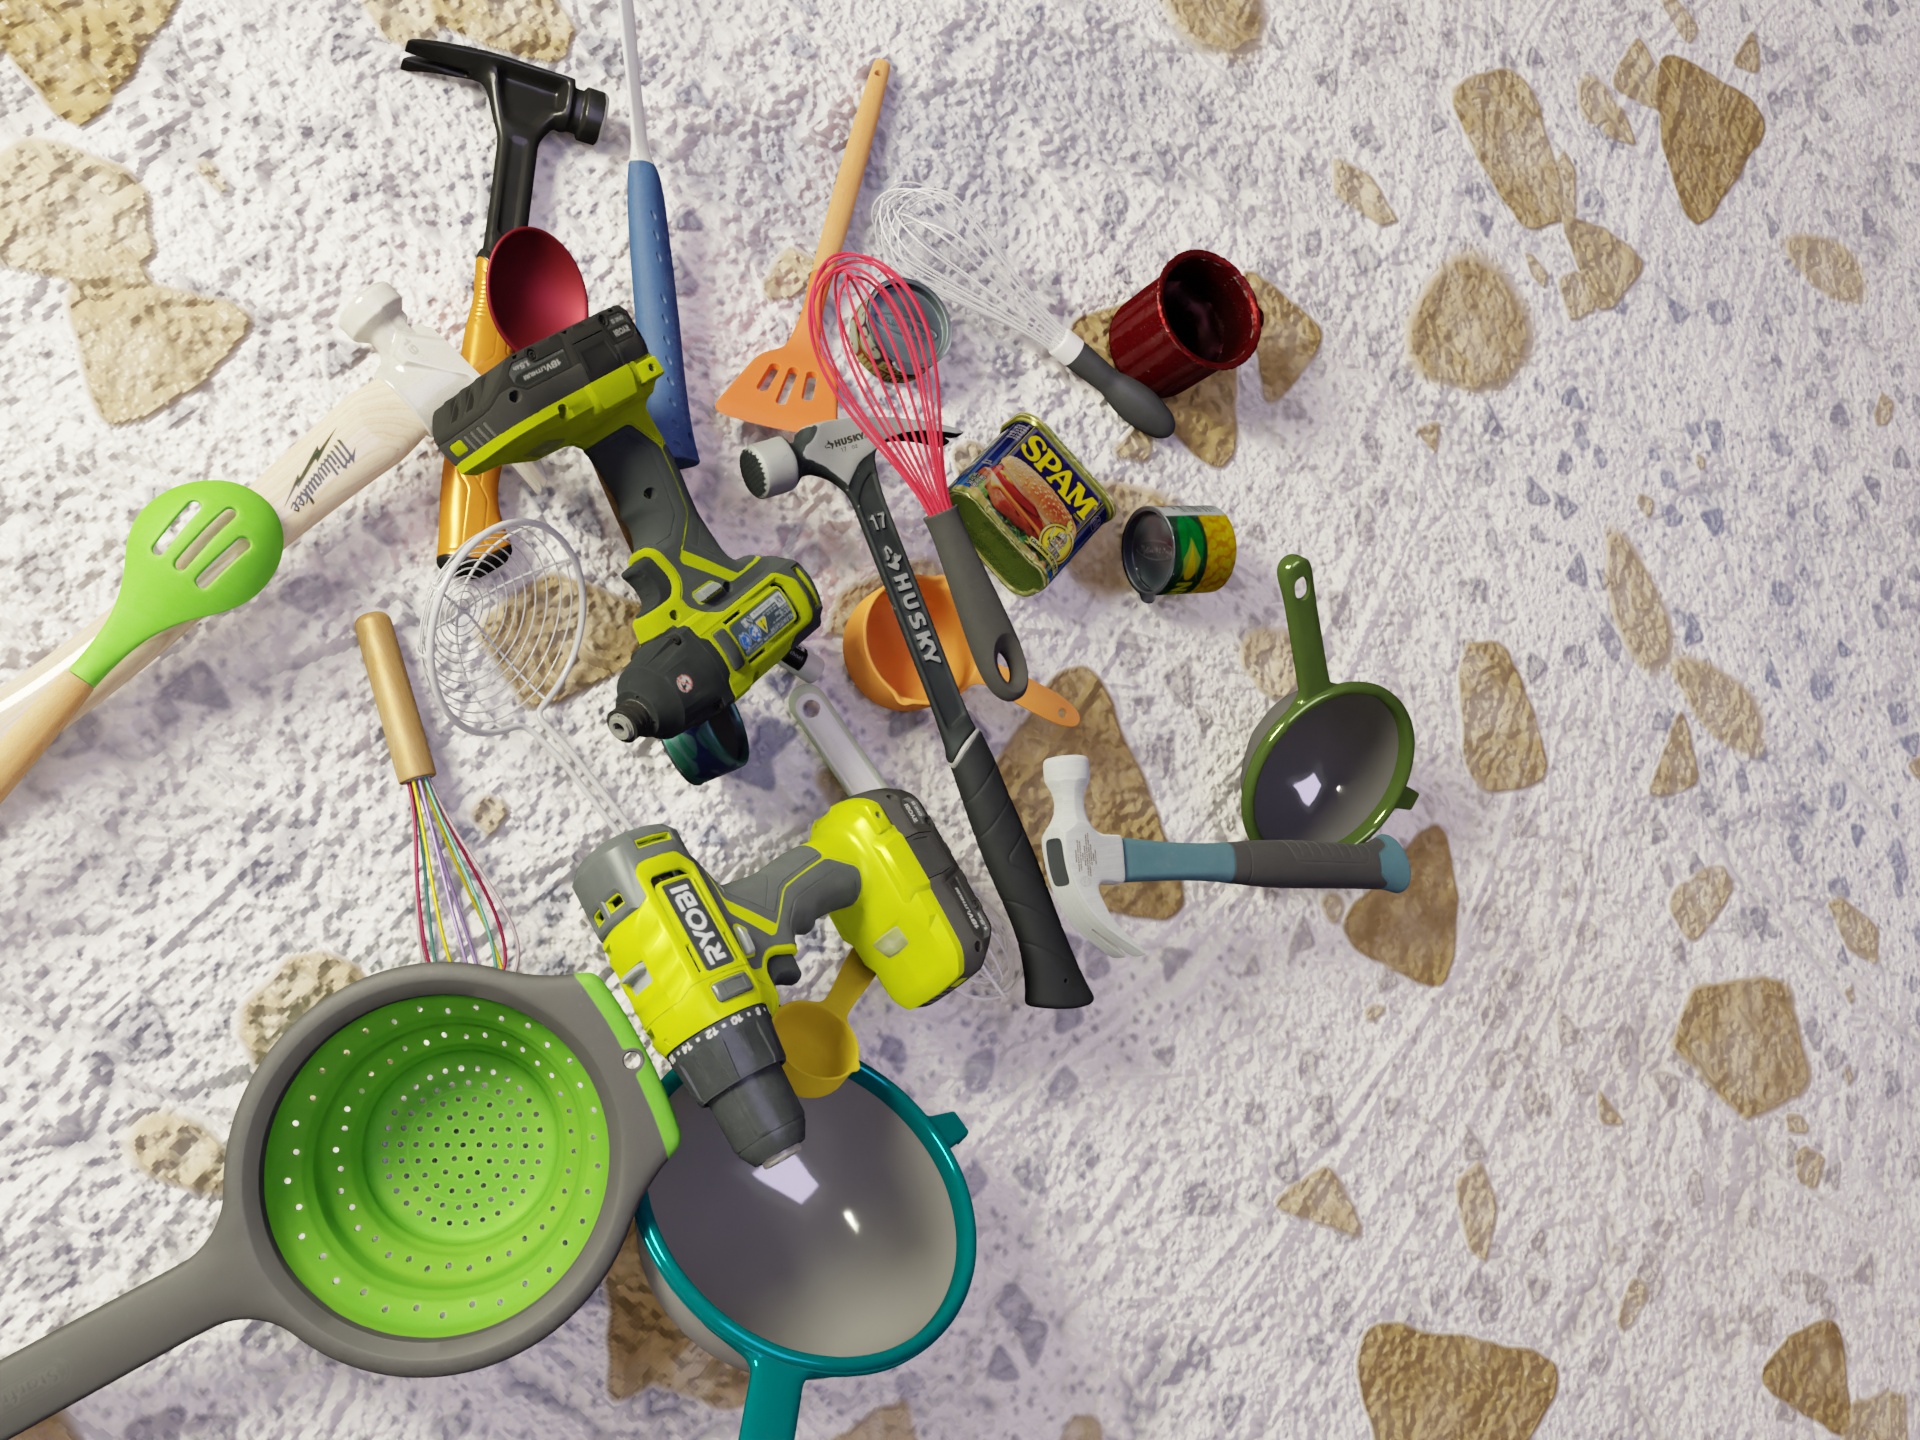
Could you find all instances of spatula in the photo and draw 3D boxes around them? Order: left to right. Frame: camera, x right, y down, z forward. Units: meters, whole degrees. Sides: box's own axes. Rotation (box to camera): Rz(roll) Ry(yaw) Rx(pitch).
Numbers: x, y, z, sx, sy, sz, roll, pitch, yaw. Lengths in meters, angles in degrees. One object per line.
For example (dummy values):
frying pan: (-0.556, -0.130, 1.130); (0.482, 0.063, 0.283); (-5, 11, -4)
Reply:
spatula: (-0.089, -0.331, 1.094); (0.081, 0.041, 0.323); (13, 71, 0)

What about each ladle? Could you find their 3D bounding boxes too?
ladle: (-0.211, -0.147, 0.981); (0.069, 0.031, 0.315); (-32, 105, -38)

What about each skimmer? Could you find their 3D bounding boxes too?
skimmer: (-0.187, 0.052, 0.938); (0.363, 0.090, 0.127); (55, 43, -9)

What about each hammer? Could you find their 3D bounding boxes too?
hammer: (-0.414, -0.061, 0.855); (0.146, 0.038, 0.411); (47, 68, -10)
hammer: (-0.294, -0.252, 0.976); (0.127, 0.034, 0.337); (9, 76, -27)
hammer: (-0.207, -0.364, 1.012); (0.035, 0.144, 0.405); (-6, 88, 13)
hammer: (-0.002, -0.003, 1.021); (0.149, 0.036, 0.409); (-23, 92, -30)
hammer: (0.193, 0.097, 1.095); (0.330, 0.033, 0.128); (5, 78, -35)

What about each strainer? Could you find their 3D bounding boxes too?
strainer: (-0.107, 0.332, 0.864); (0.211, 0.095, 0.341); (24, 36, -14)
strainer: (0.244, -0.013, 1.152); (0.151, 0.069, 0.256); (-26, 122, -14)

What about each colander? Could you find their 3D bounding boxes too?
colander: (-0.342, 0.268, 0.828); (0.397, 0.094, 0.204); (-27, 87, -11)

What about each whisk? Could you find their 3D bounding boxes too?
whisk: (-0.304, 0.055, 0.911); (0.047, 0.051, 0.245); (-11, 81, -50)
whisk: (-0.038, 0.080, 1.039); (0.058, 0.059, 0.246); (-34, 93, -1)
whisk: (-0.021, -0.147, 0.987); (0.073, 0.073, 0.295); (-29, 102, -29)
whisk: (0.053, -0.291, 1.153); (0.284, 0.070, 0.070); (33, 67, -24)

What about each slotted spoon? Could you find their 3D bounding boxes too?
slotted spoon: (-0.456, 0.001, 0.796); (0.070, 0.031, 0.314); (38, 72, -13)

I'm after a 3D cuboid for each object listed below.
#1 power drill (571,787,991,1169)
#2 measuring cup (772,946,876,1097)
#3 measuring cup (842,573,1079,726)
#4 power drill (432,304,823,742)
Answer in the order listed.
power drill: (-0.090, 0.136, 0.912); (0.228, 0.080, 0.191); (-15, 69, -50)
measuring cup: (-0.077, 0.176, 0.981); (0.062, 0.029, 0.156); (34, 29, 0)
measuring cup: (0.000, -0.032, 1.077); (0.173, 0.052, 0.095); (27, 70, -23)
power drill: (-0.187, -0.106, 0.902); (0.223, 0.080, 0.171); (58, 40, -13)
